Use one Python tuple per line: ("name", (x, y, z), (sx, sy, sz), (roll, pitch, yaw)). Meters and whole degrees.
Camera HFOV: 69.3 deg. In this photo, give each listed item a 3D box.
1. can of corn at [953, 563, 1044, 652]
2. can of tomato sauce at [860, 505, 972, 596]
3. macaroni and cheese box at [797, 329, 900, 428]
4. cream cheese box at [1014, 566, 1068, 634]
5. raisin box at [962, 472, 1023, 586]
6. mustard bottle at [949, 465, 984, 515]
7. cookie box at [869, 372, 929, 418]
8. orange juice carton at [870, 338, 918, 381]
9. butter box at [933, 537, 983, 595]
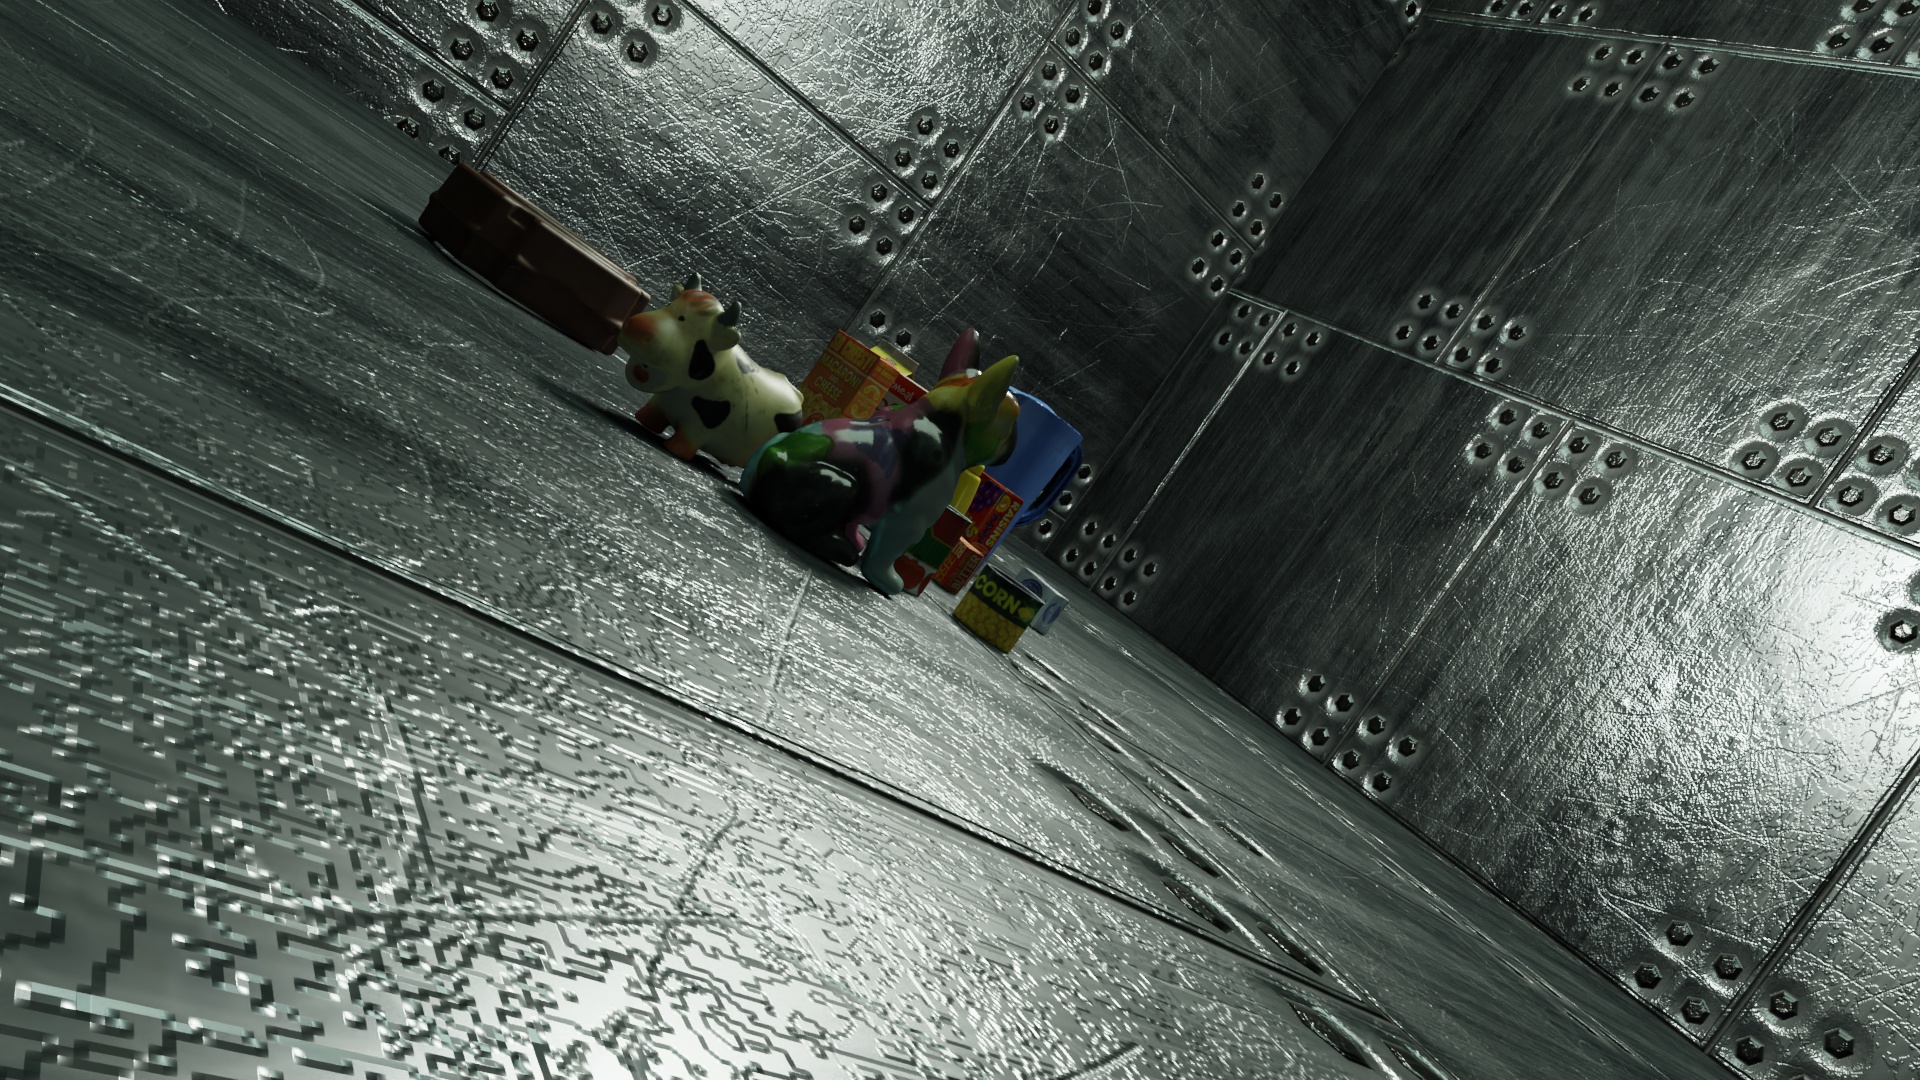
("can of corn", (0.034, 0.063, 1.294), (0.071, 0.058, 0.071), (35, 3, -2))
("can of tomato sauce", (-0.041, -0.002, 1.248), (0.071, 0.083, 0.071), (35, 3, -2))
("macaroni and cheese box", (-0.161, -0.171, 1.745), (0.040, 0.166, 0.124), (33, 3, -40))
("cream cheese box", (0.093, 0.075, 1.744), (0.024, 0.053, 0.104), (34, 3, -28))
("raisin box", (0.006, -0.020, 1.630), (0.040, 0.123, 0.086), (33, 4, -44))
("mustard bottle", (-0.020, -0.046, 1.419), (0.065, 0.160, 0.049), (36, 3, 20))
("cookie box", (-0.094, -0.130, 1.815), (0.123, 0.167, 0.040), (36, 3, 24))
("orange juice carton", (-0.136, -0.181, 1.908), (0.072, 0.192, 0.073), (36, 3, 23))
("butter box", (-0.016, 0.016, 1.502), (0.024, 0.053, 0.104), (34, 3, -29))
